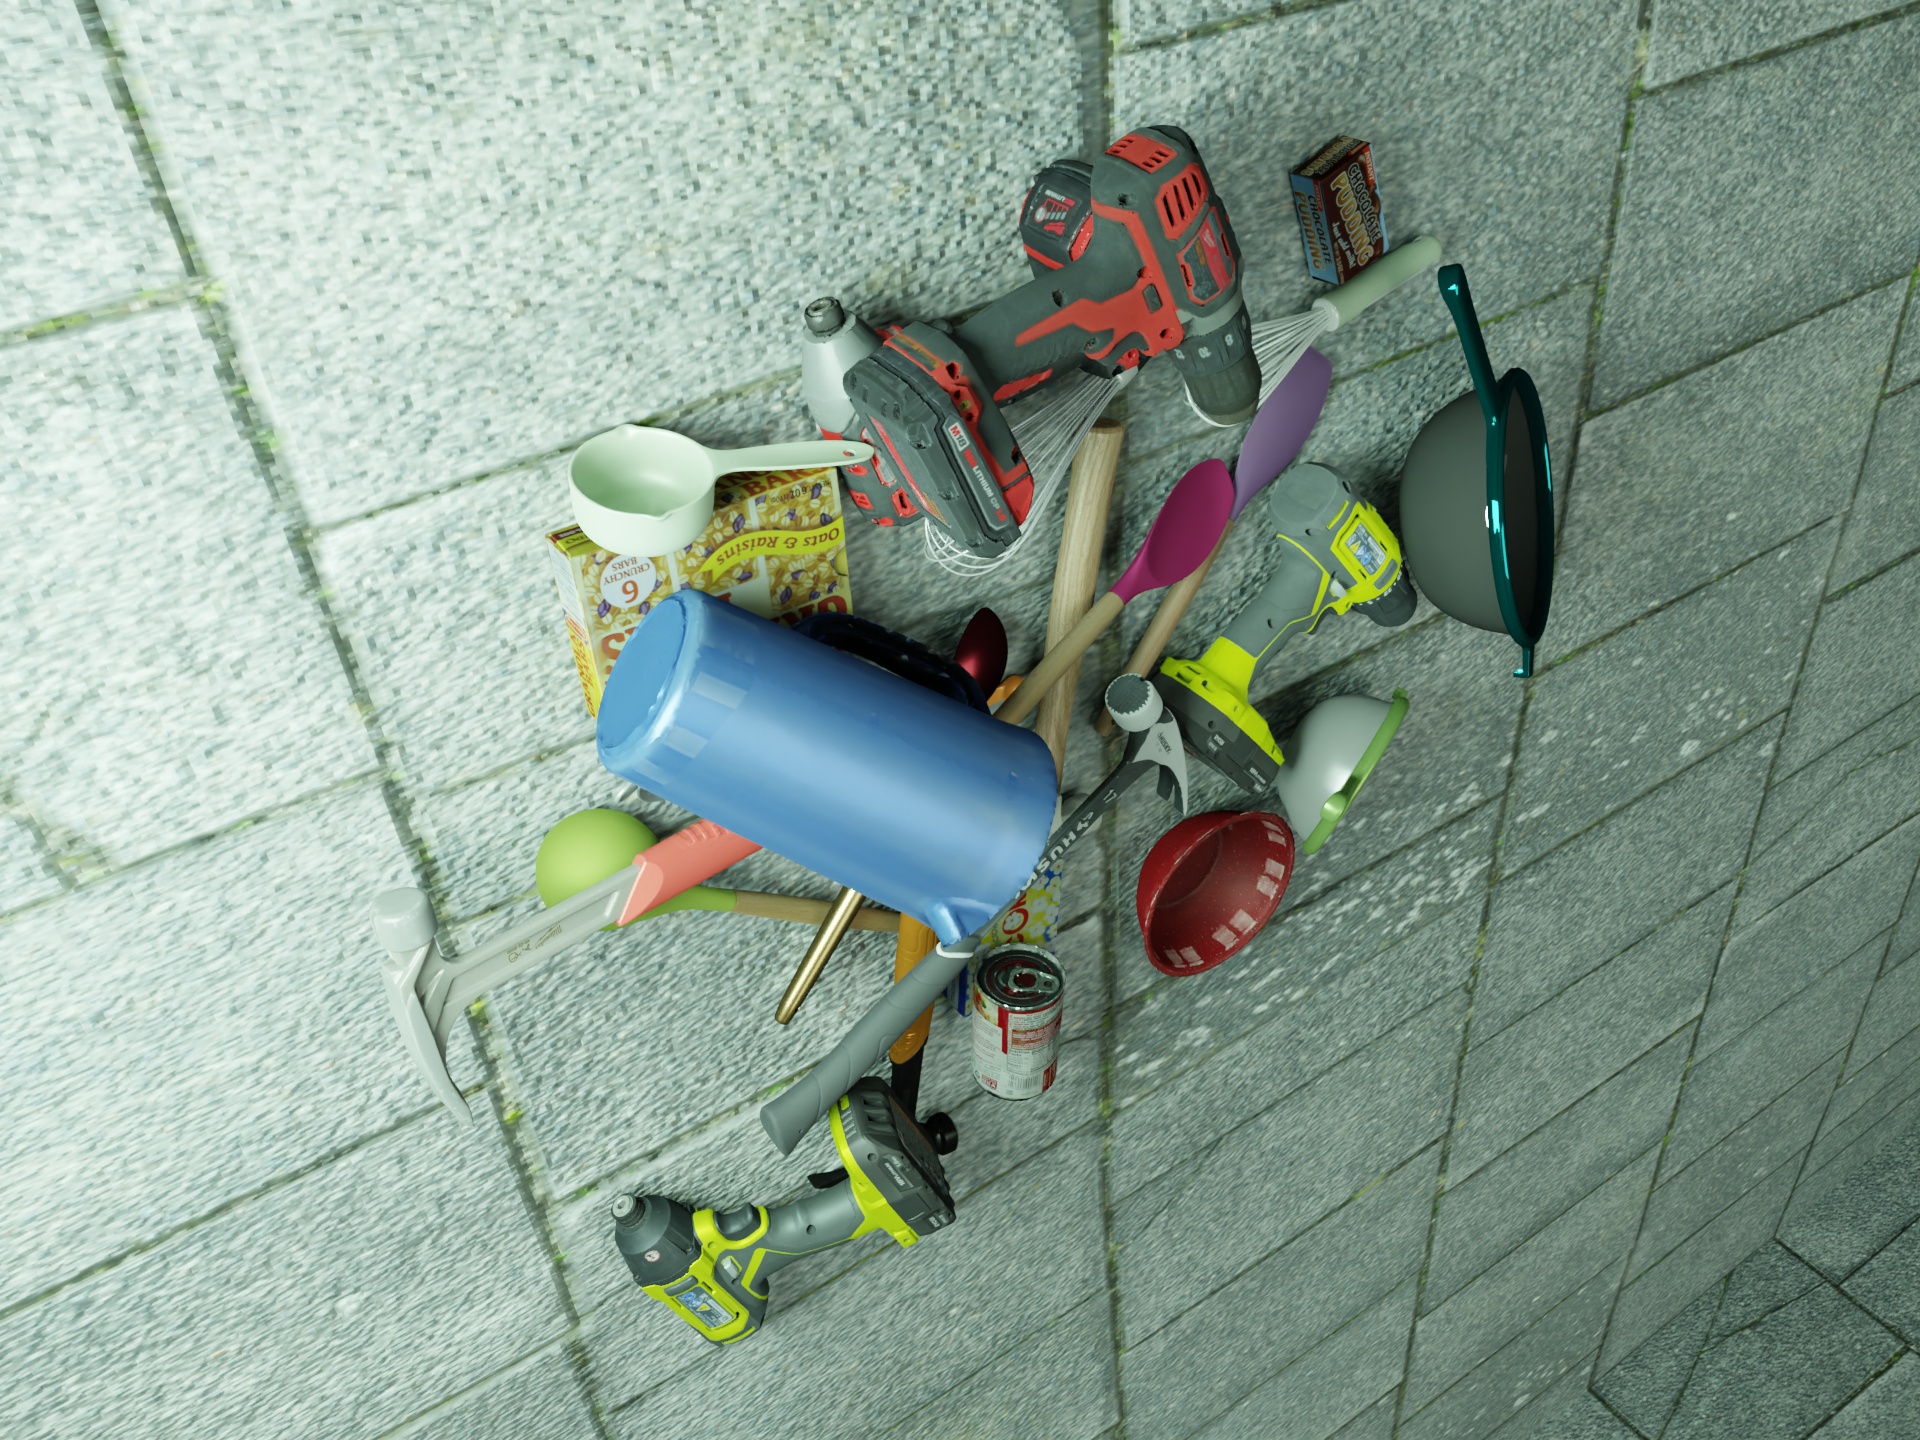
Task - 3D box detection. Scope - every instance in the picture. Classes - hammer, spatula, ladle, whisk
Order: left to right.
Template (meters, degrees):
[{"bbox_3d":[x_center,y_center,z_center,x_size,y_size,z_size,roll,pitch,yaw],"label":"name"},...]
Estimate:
[{"bbox_3d":[-0.163,0.091,0.941,0.359,0.037,0.149,-29,127,-32],"label":"hammer"},{"bbox_3d":[-0.142,0.115,1.058,0.320,0.062,0.078,17,107,-51],"label":"ladle"},{"bbox_3d":[-0.046,0.069,1.073,0.315,0.031,0.069,-61,158,4],"label":"ladle"},{"bbox_3d":[-0.044,0.229,1.191,0.127,0.034,0.336,-17,132,-30],"label":"hammer"},{"bbox_3d":[0.011,0.148,1.122,0.409,0.036,0.149,-45,143,-5],"label":"hammer"},{"bbox_3d":[0.070,-0.046,1.106,0.130,0.031,0.331,-20,127,-43],"label":"hammer"},{"bbox_3d":[0.077,-0.200,1.001,0.284,0.070,0.070,-47,136,-12],"label":"whisk"},{"bbox_3d":[0.182,-0.125,1.161,0.059,0.018,0.316,21,103,-42],"label":"spatula"},{"bbox_3d":[0.246,-0.274,1.093,0.246,0.058,0.059,-34,104,-21],"label":"whisk"}]

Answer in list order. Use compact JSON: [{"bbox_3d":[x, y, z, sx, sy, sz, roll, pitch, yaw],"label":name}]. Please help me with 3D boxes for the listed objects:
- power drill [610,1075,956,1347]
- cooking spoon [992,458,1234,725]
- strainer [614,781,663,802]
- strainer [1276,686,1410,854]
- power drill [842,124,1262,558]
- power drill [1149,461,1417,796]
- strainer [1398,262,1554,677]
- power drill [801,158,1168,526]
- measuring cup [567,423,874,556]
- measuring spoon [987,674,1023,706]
[{"bbox_3d":[-0.131,0.360,1.167,0.223,0.080,0.171,-28,128,3],"label":"power drill"},{"bbox_3d":[0.089,-0.065,1.073,0.319,0.017,0.068,-47,132,-21],"label":"cooking spoon"},{"bbox_3d":[-0.111,0.002,0.999,0.258,0.050,0.086,-14,154,-39],"label":"strainer"},{"bbox_3d":[0.286,0.037,1.262,0.151,0.069,0.256,-60,168,15],"label":"strainer"},{"bbox_3d":[0.068,-0.191,0.882,0.226,0.080,0.187,-40,135,-6],"label":"power drill"},{"bbox_3d":[0.255,-0.061,1.221,0.228,0.080,0.190,-53,136,0],"label":"power drill"},{"bbox_3d":[0.365,-0.197,1.183,0.340,0.095,0.211,53,45,-44],"label":"strainer"},{"bbox_3d":[0.010,-0.223,0.921,0.219,0.079,0.143,-36,134,-10],"label":"power drill"},{"bbox_3d":[-0.127,-0.126,0.861,0.167,0.083,0.038,-10,138,-21],"label":"measuring cup"},{"bbox_3d":[-0.002,-0.004,1.101,0.117,0.011,0.021,-24,130,-25],"label":"measuring spoon"}]
